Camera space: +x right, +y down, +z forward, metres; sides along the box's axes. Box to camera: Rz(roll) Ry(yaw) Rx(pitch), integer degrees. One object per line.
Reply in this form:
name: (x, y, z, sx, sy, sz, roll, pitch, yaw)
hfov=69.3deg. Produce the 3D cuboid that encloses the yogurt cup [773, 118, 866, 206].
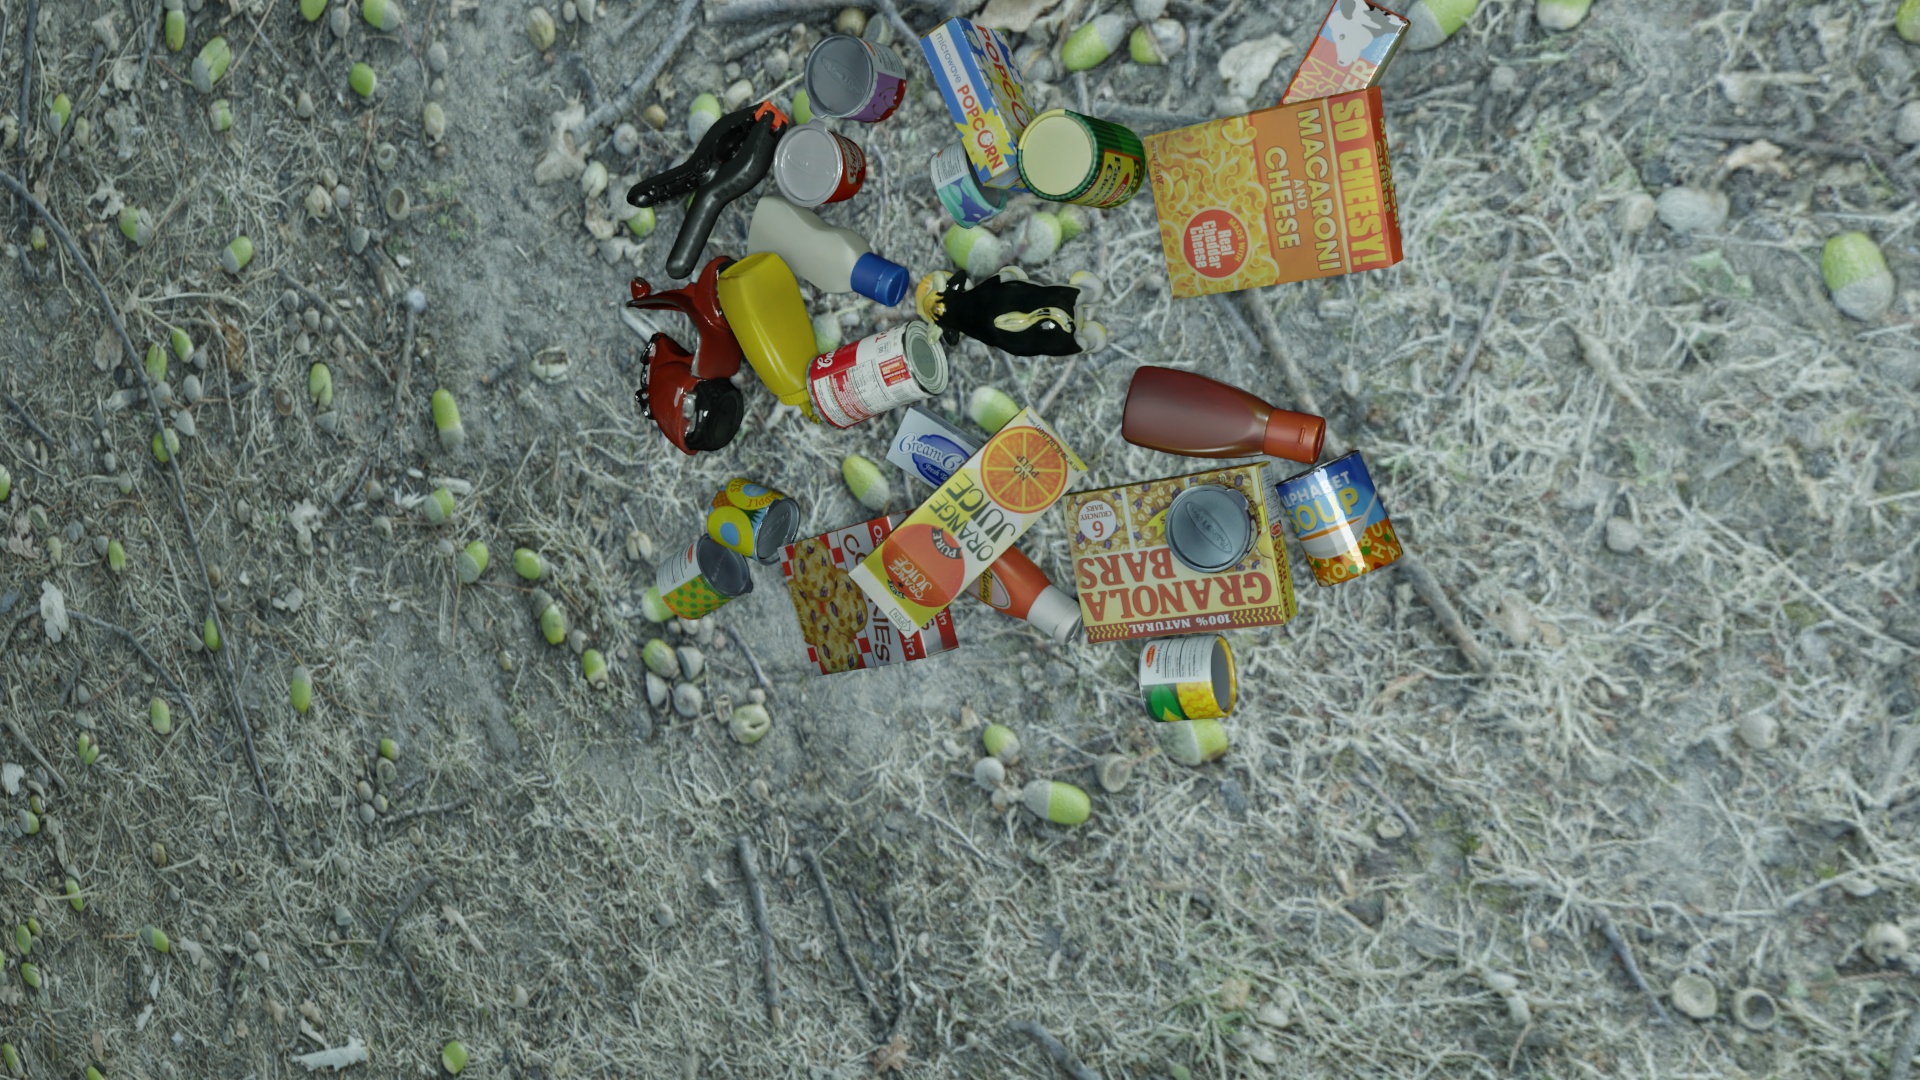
yogurt cup: (-0.117, -0.317, 1.178, 0.072, 0.054, 0.072, 5, 101, 27)

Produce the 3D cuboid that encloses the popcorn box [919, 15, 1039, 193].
popcorn box: (0.025, -0.339, 1.083, 0.038, 0.085, 0.126, -25, 87, 28)

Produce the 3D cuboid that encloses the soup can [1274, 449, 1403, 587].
soup can: (0.276, -0.015, 1.017, 0.071, 0.071, 0.084, -24, 88, 29)

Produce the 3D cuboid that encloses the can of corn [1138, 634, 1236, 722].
can of corn: (0.180, 0.110, 1.093, 0.058, 0.071, 0.071, -8, 95, 28)

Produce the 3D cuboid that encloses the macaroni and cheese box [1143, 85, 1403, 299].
macaroni and cheese box: (0.225, -0.248, 1.002, 0.166, 0.040, 0.123, -3, 108, 34)

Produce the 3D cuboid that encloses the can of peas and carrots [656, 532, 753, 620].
can of peas and carrots: (-0.239, 0.035, 1.299, 0.058, 0.071, 0.071, -29, 85, 29)

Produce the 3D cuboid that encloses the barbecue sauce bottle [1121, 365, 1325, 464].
barbecue sauce bottle: (0.200, -0.090, 1.059, 0.148, 0.044, 0.065, 14, 93, 24)

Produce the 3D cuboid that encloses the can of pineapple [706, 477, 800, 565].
can of pineapple: (-0.187, -0.019, 1.260, 0.058, 0.071, 0.070, 23, 109, 23)

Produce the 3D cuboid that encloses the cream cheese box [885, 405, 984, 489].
cream cheese box: (-0.009, -0.068, 1.183, 0.104, 0.024, 0.053, 32, 111, 19)

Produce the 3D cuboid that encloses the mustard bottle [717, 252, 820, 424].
mustard bottle: (-0.157, -0.169, 1.212, 0.049, 0.065, 0.159, 11, 131, 44)

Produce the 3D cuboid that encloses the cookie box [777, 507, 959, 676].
cookie box: (-0.082, 0.047, 1.204, 0.167, 0.040, 0.123, -15, 92, 49)

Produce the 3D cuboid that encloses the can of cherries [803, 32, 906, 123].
can of cherries: (-0.088, -0.380, 1.151, 0.071, 0.058, 0.071, 5, 102, 26)

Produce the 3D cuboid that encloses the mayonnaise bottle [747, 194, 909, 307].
mayonnaise bottle: (-0.114, -0.245, 1.198, 0.148, 0.041, 0.064, 28, 118, 20)

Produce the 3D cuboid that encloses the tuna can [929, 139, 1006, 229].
tuna can: (0.008, -0.285, 1.114, 0.032, 0.071, 0.071, -21, 89, 28)

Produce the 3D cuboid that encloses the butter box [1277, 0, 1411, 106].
butter box: (0.270, -0.333, 0.991, 0.053, 0.024, 0.103, 35, 113, 17)

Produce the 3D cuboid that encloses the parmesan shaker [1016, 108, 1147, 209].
parmesan shaker: (0.090, -0.284, 1.048, 0.071, 0.103, 0.071, 5, 102, 27)

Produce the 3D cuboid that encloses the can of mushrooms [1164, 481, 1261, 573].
can of mushrooms: (0.191, -0.012, 1.037, 0.071, 0.033, 0.071, 4, 99, 28)

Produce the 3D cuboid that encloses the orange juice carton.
orange juice carton: (0.004, -0.014, 1.100, 0.193, 0.073, 0.072, -44, 93, -7)

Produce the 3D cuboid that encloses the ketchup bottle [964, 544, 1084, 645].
ketchup bottle: (0.037, 0.032, 1.162, 0.149, 0.044, 0.064, 34, 139, 18)

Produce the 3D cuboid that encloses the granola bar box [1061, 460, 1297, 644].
granola bar box: (0.170, 0.011, 1.095, 0.165, 0.039, 0.124, -9, 95, 28)
